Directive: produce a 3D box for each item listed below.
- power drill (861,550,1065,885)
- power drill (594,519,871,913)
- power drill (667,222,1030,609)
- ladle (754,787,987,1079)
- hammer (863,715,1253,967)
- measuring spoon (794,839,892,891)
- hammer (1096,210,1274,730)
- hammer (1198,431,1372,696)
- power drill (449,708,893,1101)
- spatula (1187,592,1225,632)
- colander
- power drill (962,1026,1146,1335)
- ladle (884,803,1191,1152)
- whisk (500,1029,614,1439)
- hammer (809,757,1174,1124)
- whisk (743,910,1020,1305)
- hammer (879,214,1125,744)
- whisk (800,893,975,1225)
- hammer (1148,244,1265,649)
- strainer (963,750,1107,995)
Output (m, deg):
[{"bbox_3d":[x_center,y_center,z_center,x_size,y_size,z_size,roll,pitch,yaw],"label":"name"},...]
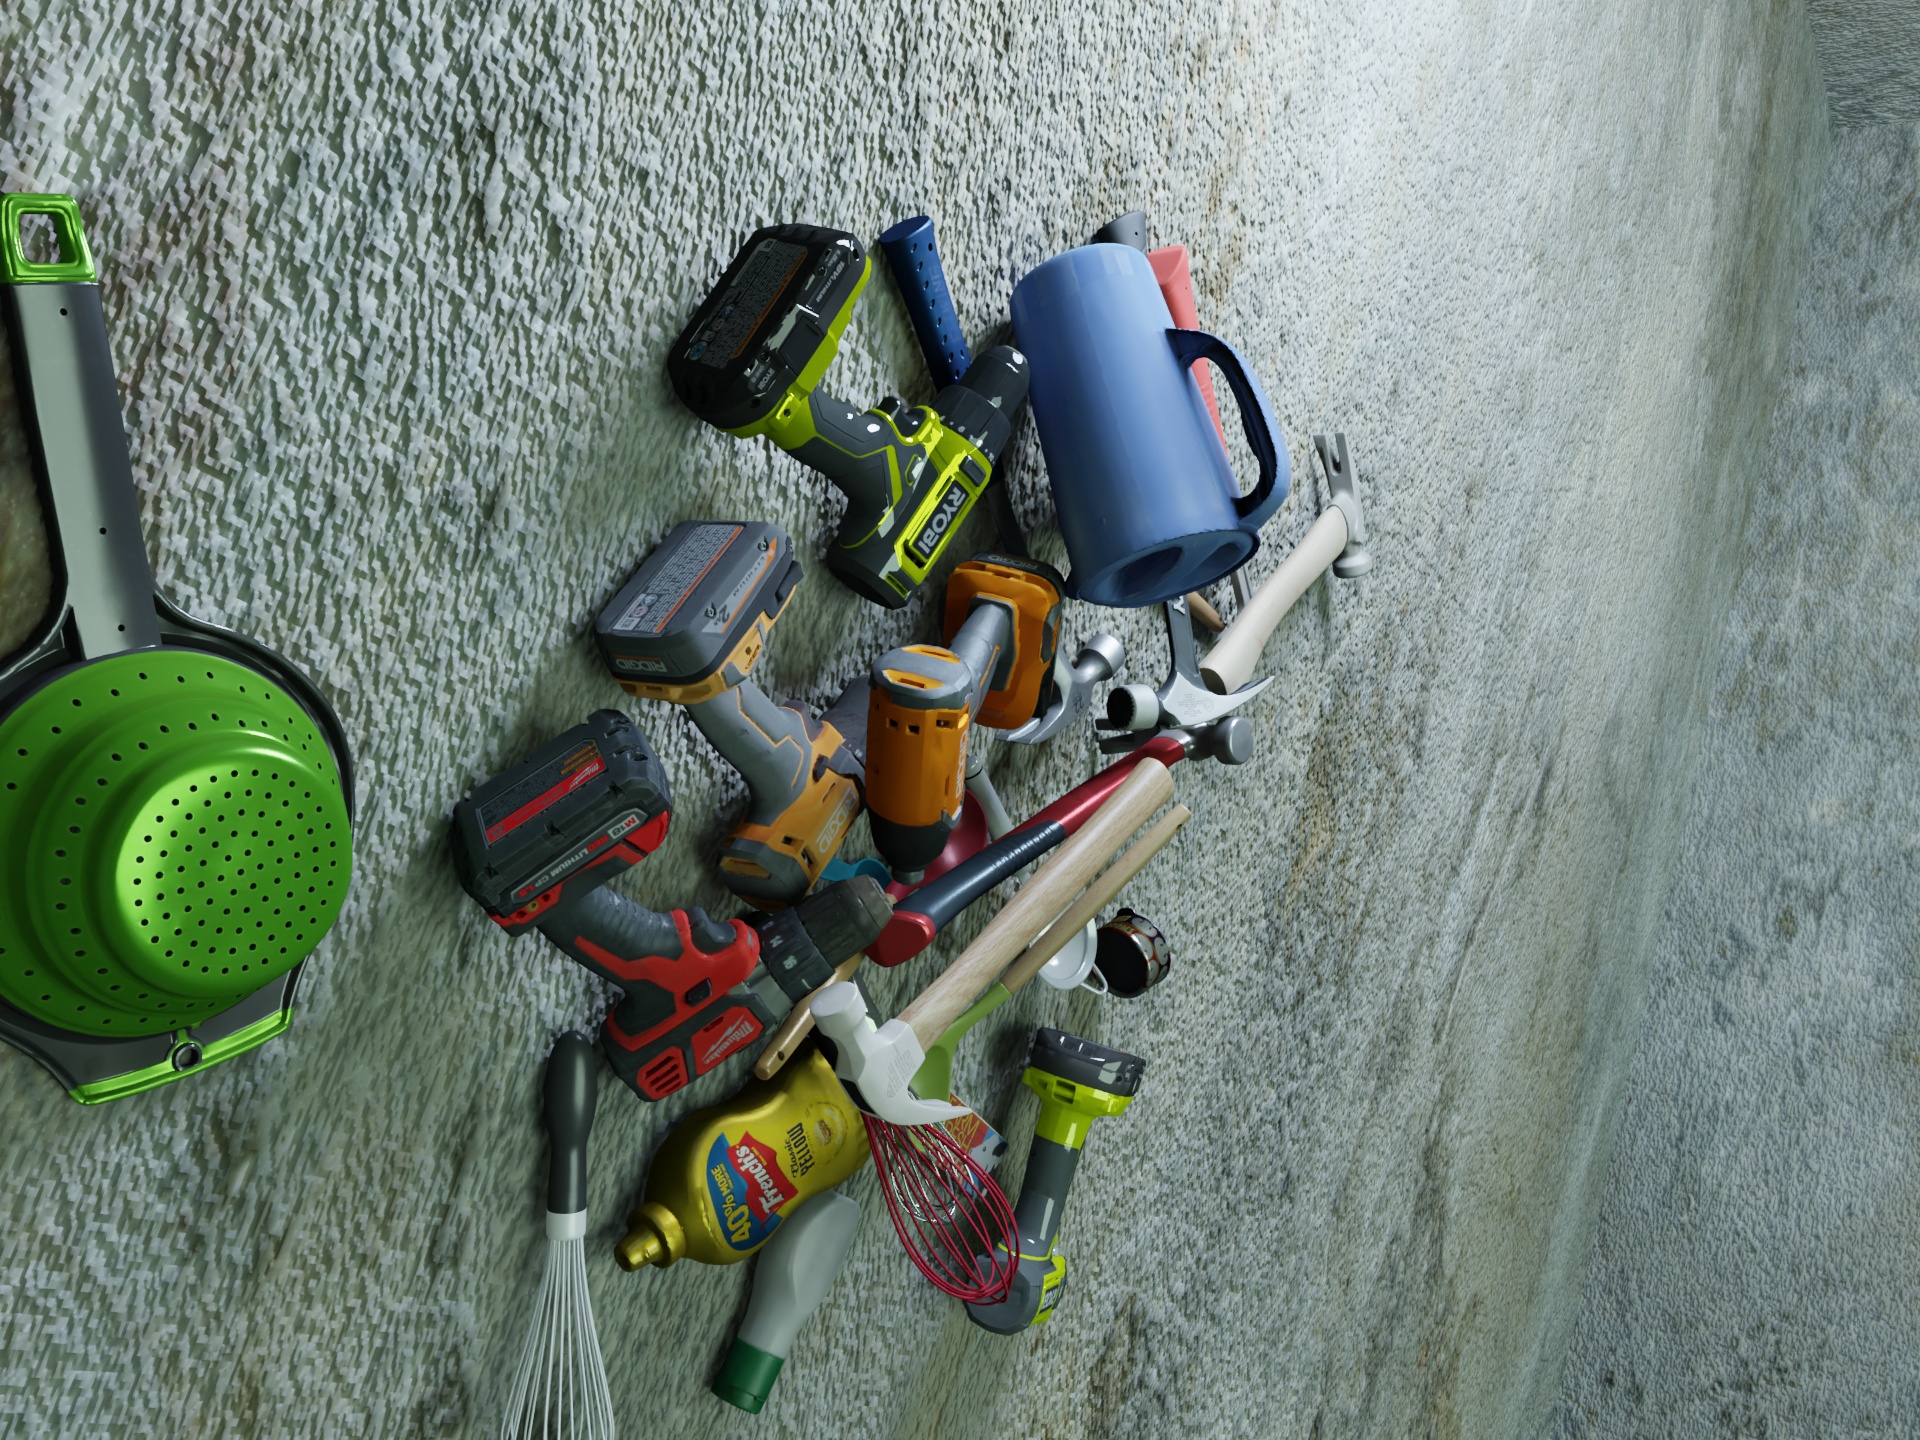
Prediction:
[{"bbox_3d":[-0.002,-0.003,1.060,0.226,0.084,0.164,-54,155,-55],"label":"power drill"},{"bbox_3d":[-0.113,-0.018,0.979,0.185,0.084,0.226,-59,141,-37],"label":"power drill"},{"bbox_3d":[-0.056,-0.202,0.997,0.190,0.080,0.228,-58,138,-8],"label":"power drill"},{"bbox_3d":[-0.057,0.136,1.055,0.069,0.031,0.315,57,34,-12],"label":"ladle"},{"bbox_3d":[0.055,0.075,1.151,0.386,0.143,0.038,-28,111,-44],"label":"hammer"},{"bbox_3d":[-0.096,0.101,1.073,0.128,0.021,0.042,30,52,-40],"label":"measuring spoon"},{"bbox_3d":[0.156,-0.196,1.230,0.149,0.036,0.409,-3,83,-33],"label":"hammer"},{"bbox_3d":[0.289,-0.129,1.419,0.411,0.038,0.146,-44,125,-50],"label":"hammer"},{"bbox_3d":[-0.155,0.100,0.896,0.188,0.080,0.226,-33,128,-4],"label":"power drill"},{"bbox_3d":[0.157,-0.136,1.318,0.317,0.044,0.082,30,61,-50],"label":"spatula"},{"bbox_3d":[-0.343,-0.020,0.679,0.204,0.094,0.397,-19,111,-48],"label":"colander"},{"bbox_3d":[0.075,0.365,1.264,0.171,0.080,0.223,42,65,-70],"label":"power drill"},{"bbox_3d":[0.059,0.183,1.153,0.320,0.062,0.078,-44,145,-5],"label":"ladle"},{"bbox_3d":[-0.229,0.321,0.917,0.070,0.070,0.284,2,89,-51],"label":"whisk"},{"bbox_3d":[0.040,0.133,1.036,0.331,0.031,0.130,-42,122,-34],"label":"hammer"},{"bbox_3d":[-0.053,0.247,1.020,0.073,0.073,0.296,-31,86,-44],"label":"whisk"},{"bbox_3d":[0.023,-0.162,1.154,0.144,0.035,0.405,-48,130,-35],"label":"hammer"},{"bbox_3d":[-0.053,0.230,1.074,0.246,0.059,0.058,67,23,-5],"label":"whisk"},{"bbox_3d":[0.221,-0.234,1.377,0.149,0.037,0.358,-51,130,-47],"label":"hammer"},{"bbox_3d":[0.047,0.117,1.230,0.087,0.050,0.258,-53,128,-40],"label":"strainer"}]
